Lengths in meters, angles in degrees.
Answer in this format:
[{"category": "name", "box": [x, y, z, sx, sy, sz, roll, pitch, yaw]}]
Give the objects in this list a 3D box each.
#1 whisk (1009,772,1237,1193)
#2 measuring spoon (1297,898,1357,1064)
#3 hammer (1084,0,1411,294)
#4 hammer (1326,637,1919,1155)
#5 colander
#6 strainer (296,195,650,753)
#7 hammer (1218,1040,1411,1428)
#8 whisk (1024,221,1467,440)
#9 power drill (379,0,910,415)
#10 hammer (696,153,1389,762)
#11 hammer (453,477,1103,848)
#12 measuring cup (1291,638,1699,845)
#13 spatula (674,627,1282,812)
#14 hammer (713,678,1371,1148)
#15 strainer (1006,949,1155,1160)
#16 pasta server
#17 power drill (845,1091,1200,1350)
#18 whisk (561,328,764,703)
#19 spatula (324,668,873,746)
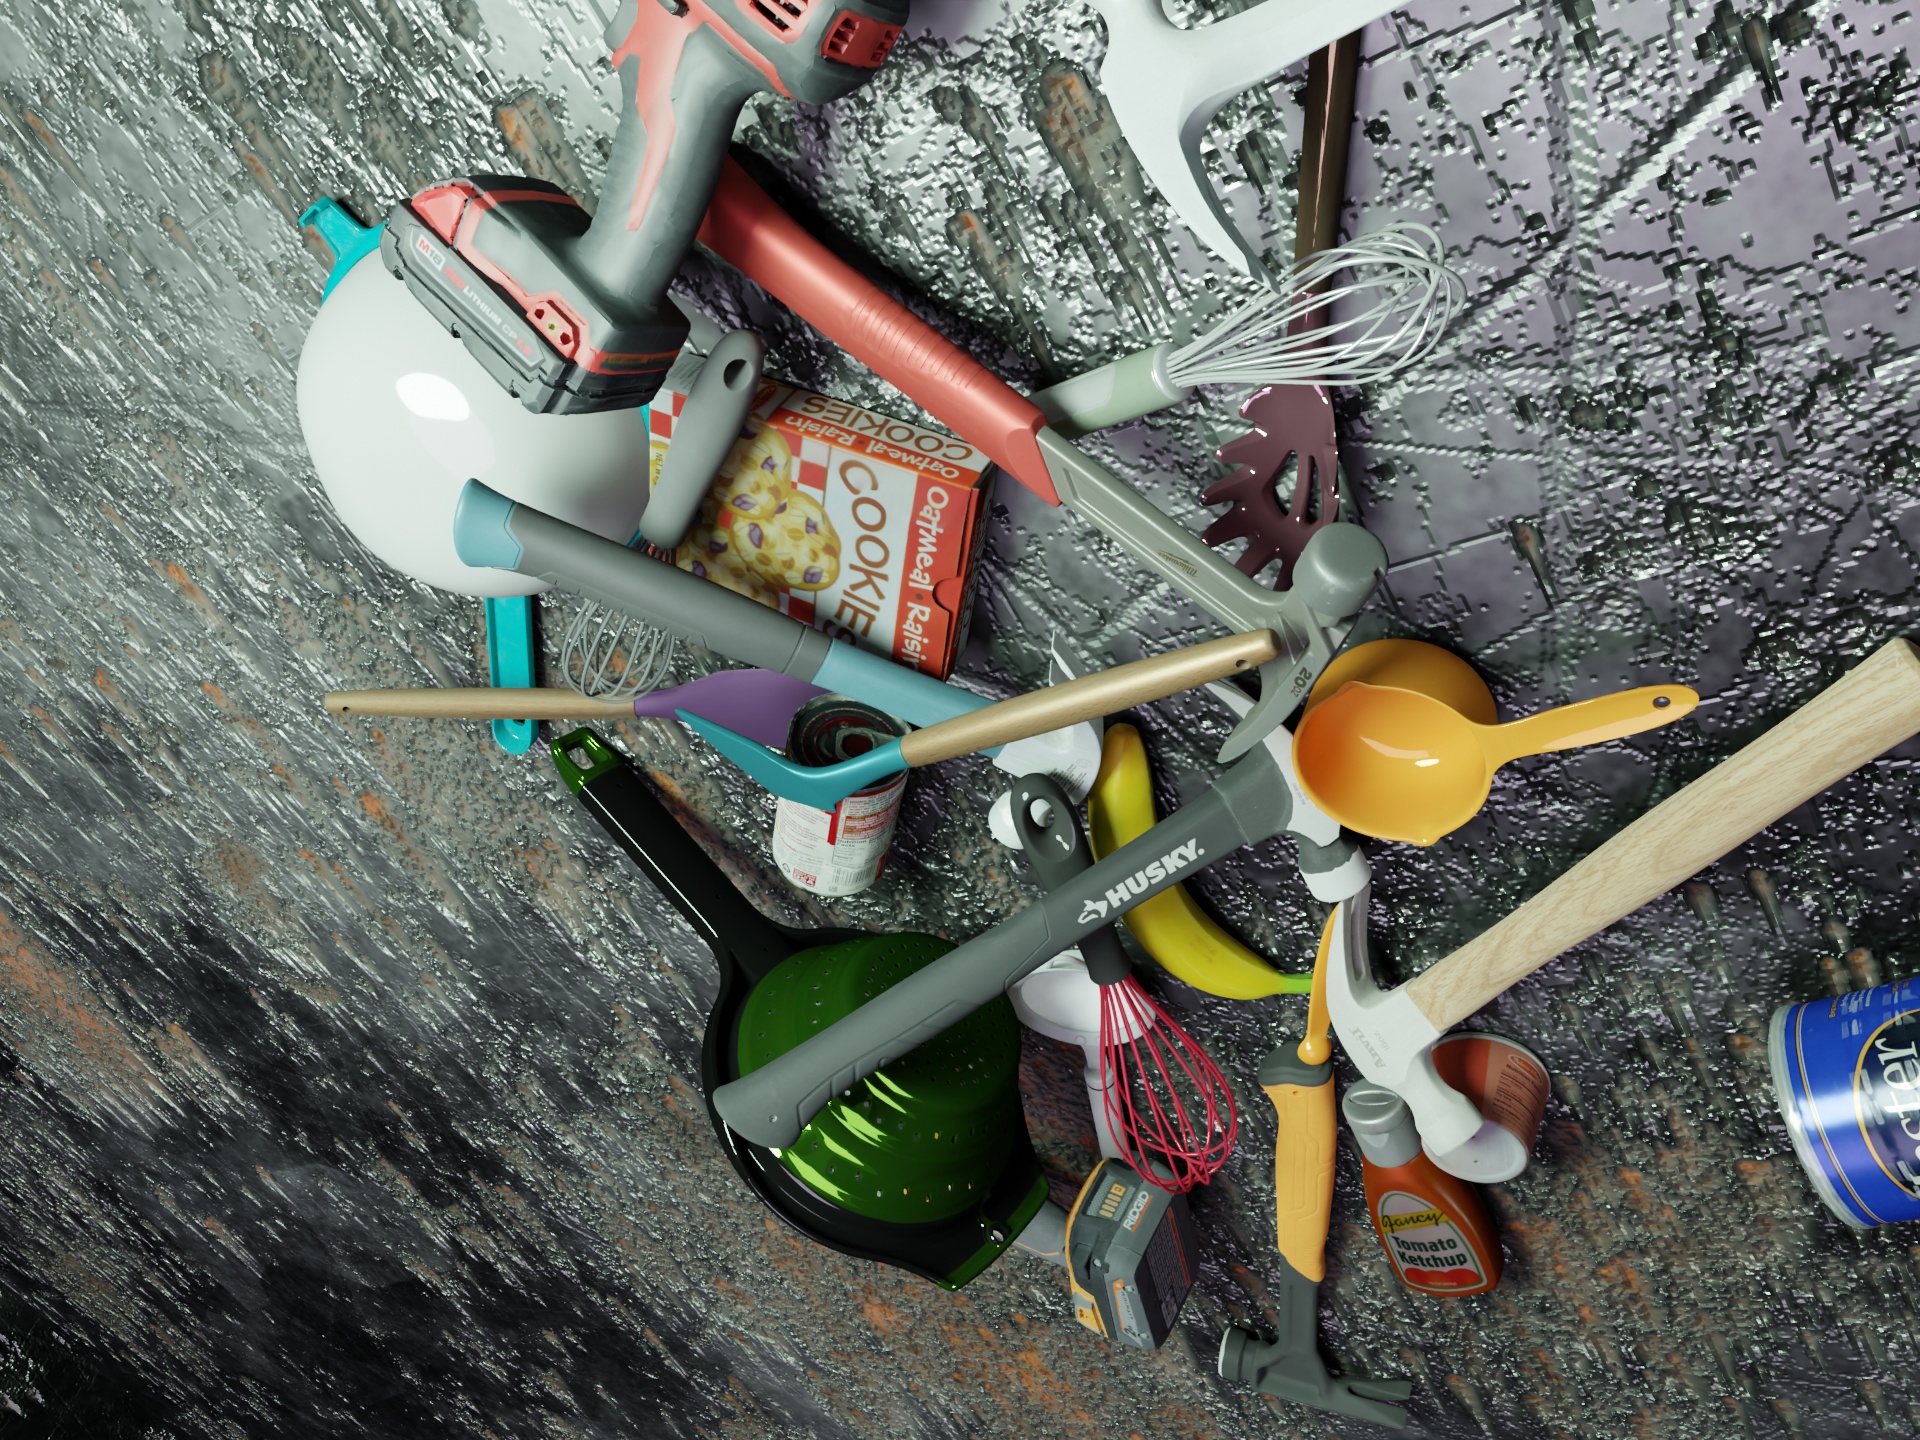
[{"category": "whisk", "box": [0.085, 0.147, 0.842, 0.073, 0.073, 0.295, -6, 123, 30]}, {"category": "measuring spoon", "box": [0.199, 0.143, 0.852, 0.021, 0.011, 0.116, -8, 125, -16]}, {"category": "hammer", "box": [0.227, -0.262, 0.459, 0.405, 0.035, 0.144, -19, 84, 27]}, {"category": "hammer", "box": [0.294, 0.074, 0.728, 0.130, 0.031, 0.331, 52, 129, 13]}, {"category": "colander", "box": [-0.089, 0.128, 0.903, 0.397, 0.204, 0.094, 46, 130, 11]}, {"category": "strainer", "box": [-0.267, -0.091, 0.848, 0.211, 0.095, 0.340, 19, 131, 11]}, {"category": "hammer", "box": [0.220, 0.324, 0.988, 0.127, 0.034, 0.336, 8, 129, 22]}, {"category": "whisk", "box": [0.090, -0.141, 0.632, 0.059, 0.058, 0.246, 15, 166, -36]}, {"category": "power drill", "box": [-0.143, -0.256, 0.631, 0.188, 0.080, 0.226, 45, 120, 10]}, {"category": "hammer", "box": [0.007, -0.127, 0.678, 0.359, 0.037, 0.149, 38, 152, 9]}, {"category": "hammer", "box": [-0.080, -0.033, 0.760, 0.331, 0.033, 0.128, 22, 136, -15]}, {"category": "measuring cup", "box": [0.233, -0.004, 0.702, 0.173, 0.052, 0.095, -15, 118, 33]}, {"category": "spatula", "box": [-0.001, -0.002, 0.709, 0.317, 0.044, 0.082, -16, 135, 35]}, {"category": "hammer", "box": [0.028, 0.103, 0.769, 0.335, 0.035, 0.146, -32, 113, 0]}, {"category": "strainer", "box": [0.082, 0.206, 0.957, 0.087, 0.050, 0.258, 1, 133, 16]}, {"category": "pasta server", "box": [0.133, -0.190, 0.608, 0.060, 0.040, 0.316, 25, 135, 32]}, {"category": "power drill", "box": [0.027, 0.292, 1.006, 0.226, 0.084, 0.185, 13, 139, 31]}, {"category": "whisk", "box": [-0.141, -0.090, 0.767, 0.055, 0.055, 0.238, 32, 130, -1]}, {"category": "spatula", "box": [-0.205, -0.008, 0.891, 0.316, 0.018, 0.059, 1, 133, 7]}]
